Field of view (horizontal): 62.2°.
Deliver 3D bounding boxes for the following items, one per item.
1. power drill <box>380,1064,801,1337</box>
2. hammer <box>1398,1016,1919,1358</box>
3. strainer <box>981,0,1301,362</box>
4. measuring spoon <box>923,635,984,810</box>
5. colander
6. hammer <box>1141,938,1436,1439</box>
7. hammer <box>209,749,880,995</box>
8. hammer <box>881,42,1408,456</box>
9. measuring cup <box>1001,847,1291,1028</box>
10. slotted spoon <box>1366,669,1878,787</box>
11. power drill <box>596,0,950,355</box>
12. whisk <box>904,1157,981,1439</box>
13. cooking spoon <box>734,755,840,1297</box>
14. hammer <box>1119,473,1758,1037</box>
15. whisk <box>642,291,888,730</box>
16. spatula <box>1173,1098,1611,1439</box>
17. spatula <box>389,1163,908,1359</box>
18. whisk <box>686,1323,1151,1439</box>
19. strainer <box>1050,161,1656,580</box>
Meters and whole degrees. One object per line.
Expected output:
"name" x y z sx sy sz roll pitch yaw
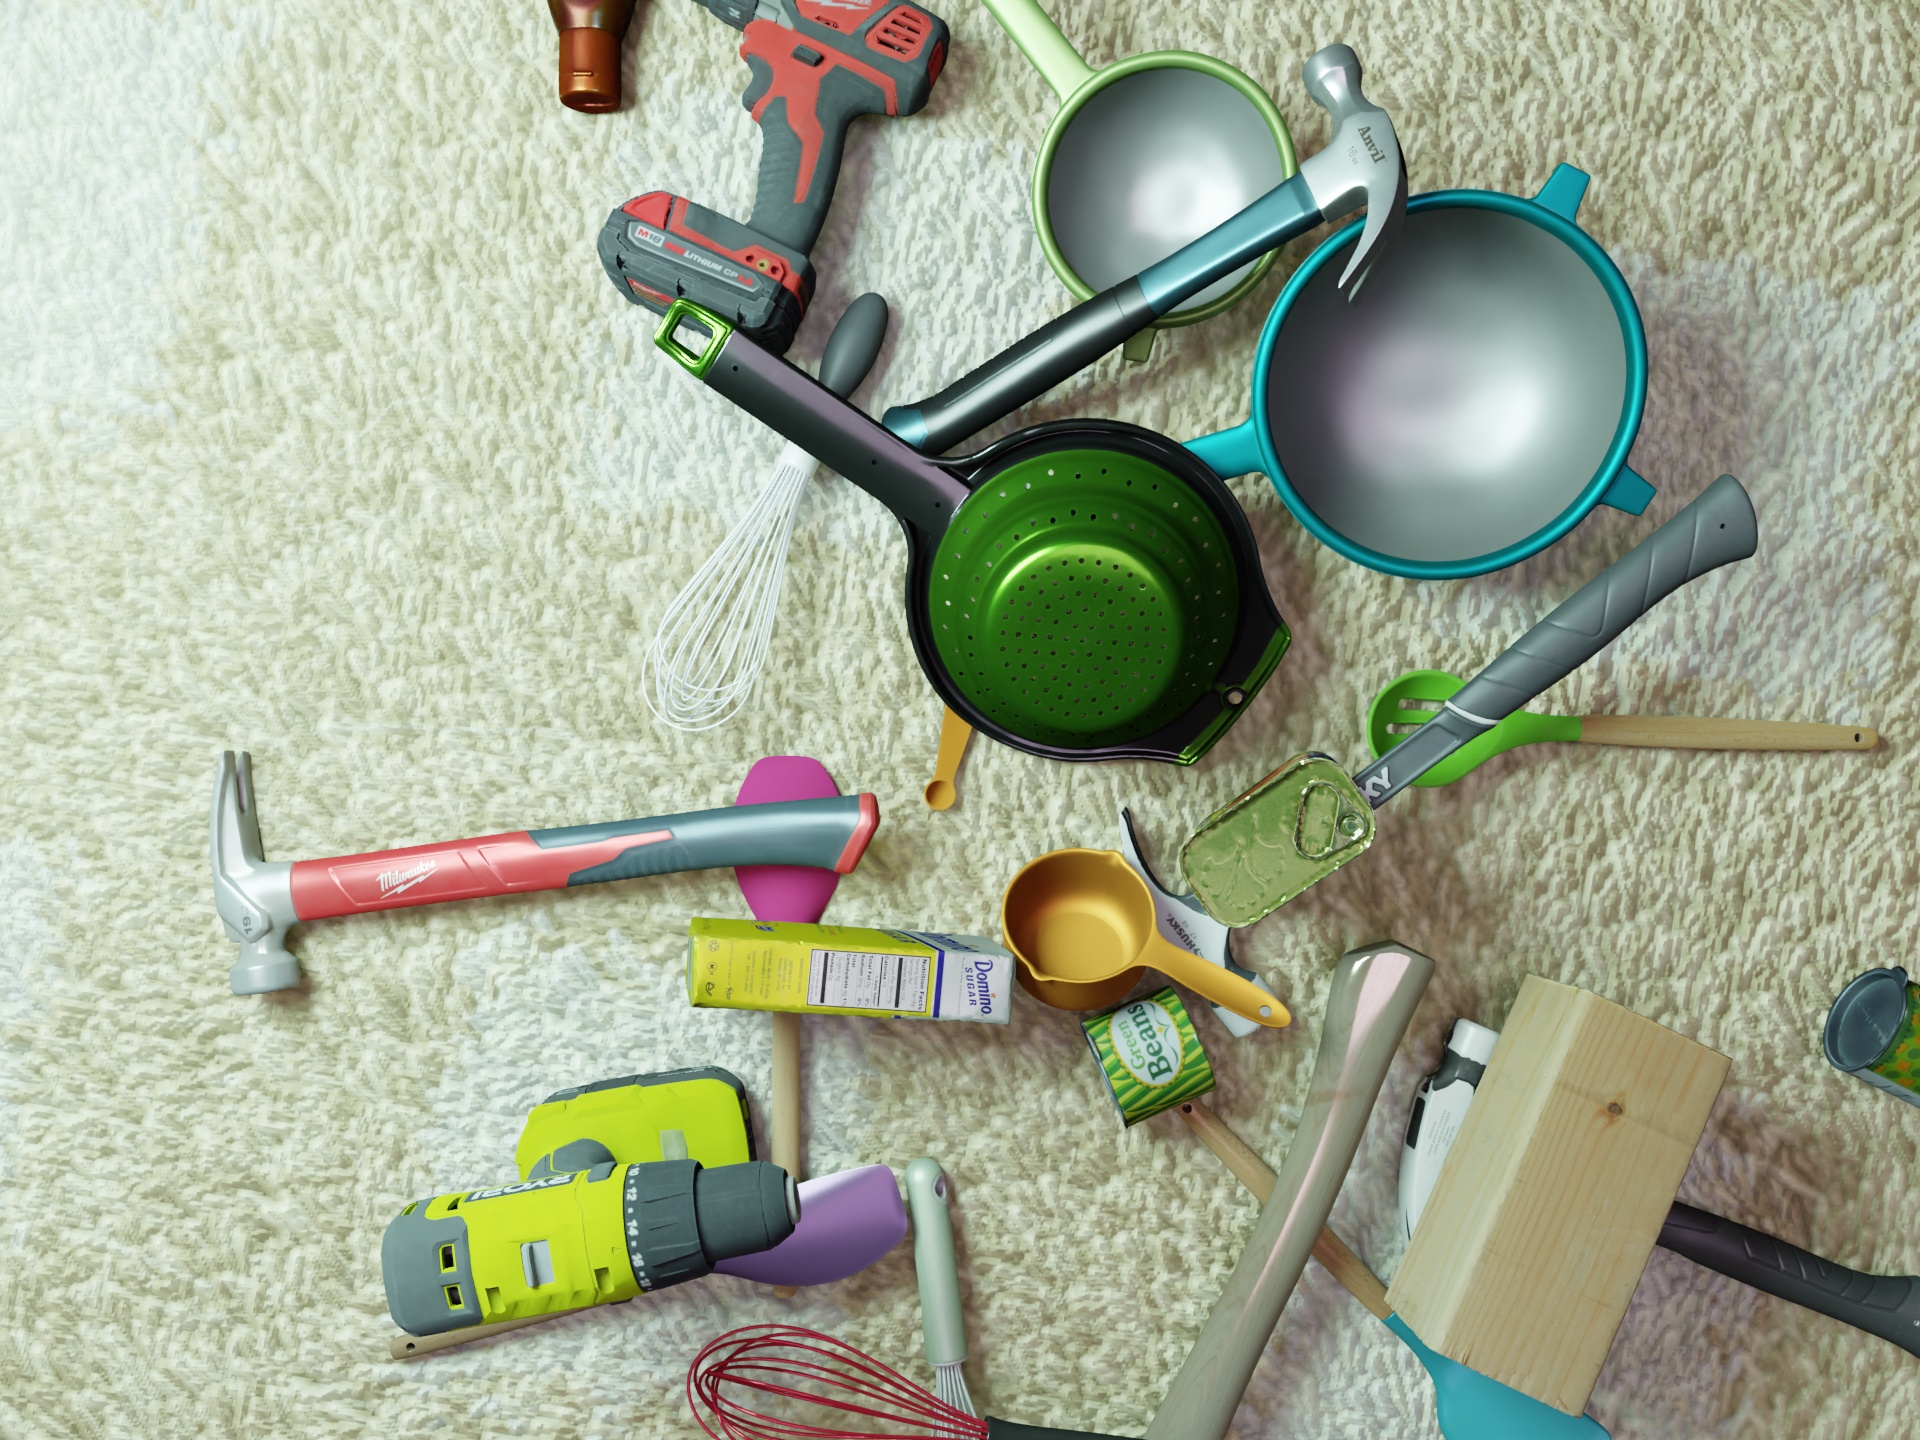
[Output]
"power drill" -0.173 0.245 0.835 0.190 0.228 0.080 -10 89 -1
"hammer" 0.420 0.304 0.941 0.335 0.035 0.146 22 88 -1
"strainer" 0.086 -0.346 0.923 0.151 0.069 0.256 -39 93 19
"measuring spoon" -0.002 -0.003 0.954 0.021 0.011 0.117 15 85 -11
"colander" 0.000 -0.102 0.866 0.397 0.094 0.204 33 109 -7
"hammer" 0.183 0.322 0.912 0.146 0.038 0.410 24 93 6
"hammer" -0.240 0.065 0.924 0.386 0.038 0.143 -8 88 2
"hammer" 0.092 -0.230 0.886 0.331 0.033 0.128 -27 72 22
"measuring cup" 0.104 0.141 0.903 0.174 0.052 0.095 26 58 18
"slotted spoon" 0.393 0.008 0.950 0.313 0.031 0.070 1 89 -3
"power drill" -0.131 -0.347 0.926 0.188 0.080 0.227 25 86 0
"whisk" -0.007 0.380 0.929 0.059 0.057 0.246 -10 84 25
"cooking spoon" -0.103 0.180 0.943 0.068 0.017 0.319 0 88 -1
"hammer" 0.271 0.004 0.903 0.409 0.036 0.149 -40 87 11
"whisk" -0.107 -0.125 0.933 0.070 0.070 0.284 25 84 0
"spatula" 0.236 0.330 0.933 0.317 0.044 0.082 45 93 1
"spatula" -0.183 0.326 0.927 0.316 0.018 0.060 -17 87 4
"whisk" -0.006 0.392 0.878 0.296 0.073 0.073 14 89 -4
"strainer" 0.211 -0.175 0.923 0.340 0.095 0.211 -15 103 12
